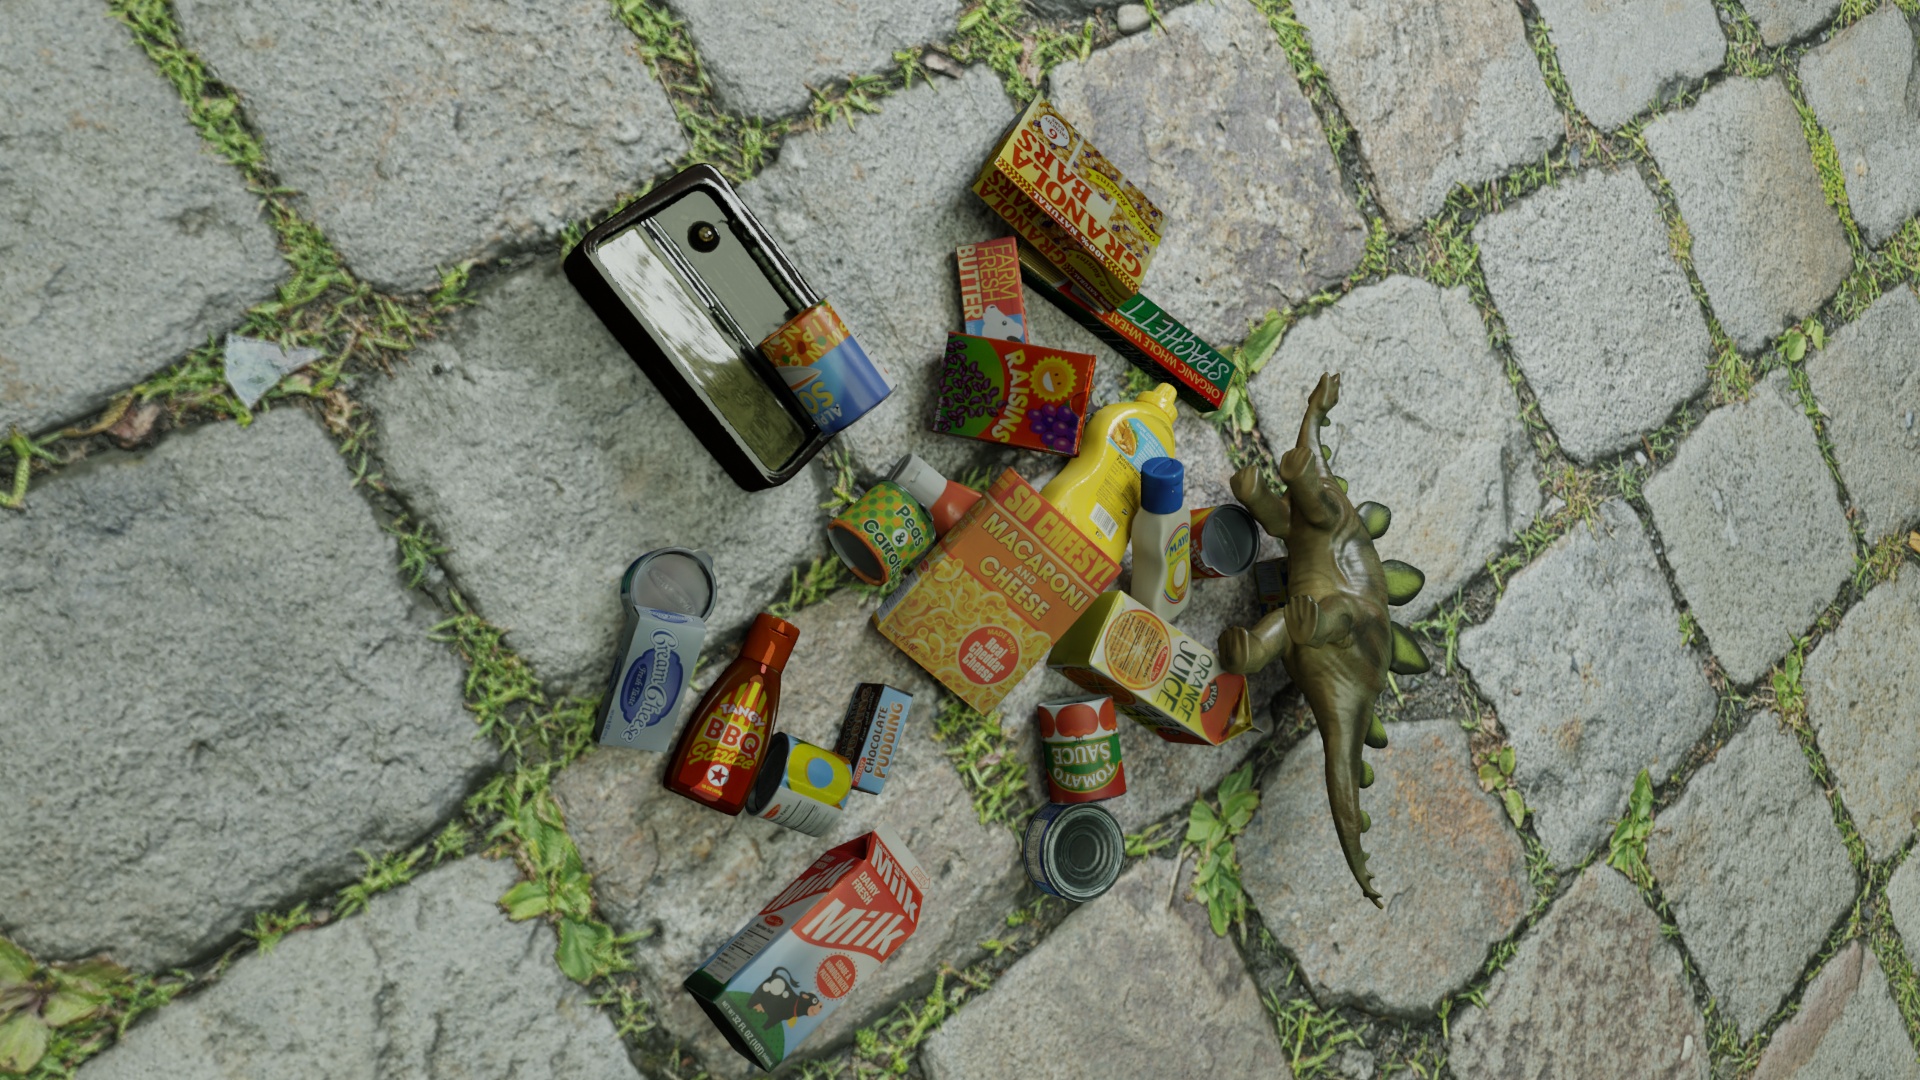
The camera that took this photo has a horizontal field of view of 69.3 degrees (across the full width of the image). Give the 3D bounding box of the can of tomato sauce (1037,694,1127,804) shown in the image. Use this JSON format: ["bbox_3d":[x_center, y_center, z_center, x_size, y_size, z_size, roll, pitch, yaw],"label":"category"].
[{"bbox_3d":[0.102,0.176,1.175,0.071,0.071,0.083,-7,88,-28],"label":"can of tomato sauce"}]

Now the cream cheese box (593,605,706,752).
[{"bbox_3d":[-0.226,0.101,1.012,0.053,0.024,0.103,13,104,-28],"label":"cream cheese box"}]

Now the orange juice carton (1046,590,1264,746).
[{"bbox_3d":[0.178,0.123,1.219,0.192,0.071,0.073,33,71,-21],"label":"orange juice carton"}]

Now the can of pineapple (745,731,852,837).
[{"bbox_3d":[-0.123,0.185,1.057,0.058,0.071,0.071,26,74,-24],"label":"can of pineapple"}]

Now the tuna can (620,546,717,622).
[{"bbox_3d":[-0.217,0.036,1.039,0.071,0.033,0.071,3,84,-28],"label":"tuna can"}]

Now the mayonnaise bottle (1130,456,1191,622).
[{"bbox_3d":[0.175,0.000,1.209,0.065,0.041,0.147,-35,134,-39],"label":"mayonnaise bottle"}]

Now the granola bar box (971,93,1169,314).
[{"bbox_3d":[0.098,-0.293,1.211,0.165,0.039,0.125,40,47,-16],"label":"granola bar box"}]

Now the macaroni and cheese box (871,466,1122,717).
[{"bbox_3d":[0.029,0.042,1.130,0.123,0.040,0.166,41,94,-19],"label":"macaroni and cheese box"}]

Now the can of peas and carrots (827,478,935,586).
[{"bbox_3d":[-0.062,-0.006,1.105,0.059,0.071,0.071,-42,105,-24],"label":"can of peas and carrots"}]

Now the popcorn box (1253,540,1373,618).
[{"bbox_3d":[0.348,0.051,1.336,0.127,0.038,0.085,-10,90,-28],"label":"popcorn box"}]

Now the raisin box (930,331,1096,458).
[{"bbox_3d":[0.045,-0.121,1.149,0.123,0.040,0.086,11,90,8],"label":"raisin box"}]

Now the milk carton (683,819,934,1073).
[{"bbox_3d":[-0.105,0.300,1.050,0.191,0.073,0.072,-40,104,-26],"label":"milk carton"}]

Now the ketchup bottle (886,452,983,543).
[{"bbox_3d":[0.004,-0.014,1.156,0.148,0.043,0.065,39,76,-19],"label":"ketchup bottle"}]

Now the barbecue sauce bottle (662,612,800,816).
[{"bbox_3d":[-0.167,0.129,1.051,0.065,0.043,0.149,27,72,-16],"label":"barbecue sauce bottle"}]

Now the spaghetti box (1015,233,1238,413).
[{"bbox_3d":[0.148,-0.201,1.260,0.250,0.028,0.050,33,71,-22],"label":"spaghetti box"}]

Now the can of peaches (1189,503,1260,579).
[{"bbox_3d":[0.227,0.003,1.266,0.071,0.058,0.071,2,85,-28],"label":"can of peaches"}]

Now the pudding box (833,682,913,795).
[{"bbox_3d":[-0.072,0.155,1.095,0.030,0.049,0.084,27,74,-25],"label":"pudding box"}]

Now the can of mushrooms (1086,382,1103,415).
[{"bbox_3d":[0.088,-0.117,1.196,0.071,0.071,0.033,-24,95,-28],"label":"can of mushrooms"}]

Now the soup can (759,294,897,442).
[{"bbox_3d":[-0.099,-0.126,1.019,0.071,0.071,0.083,-42,105,-25],"label":"soup can"}]

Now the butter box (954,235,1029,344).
[{"bbox_3d":[0.028,-0.205,1.186,0.053,0.024,0.103,-7,88,8],"label":"butter box"}]
